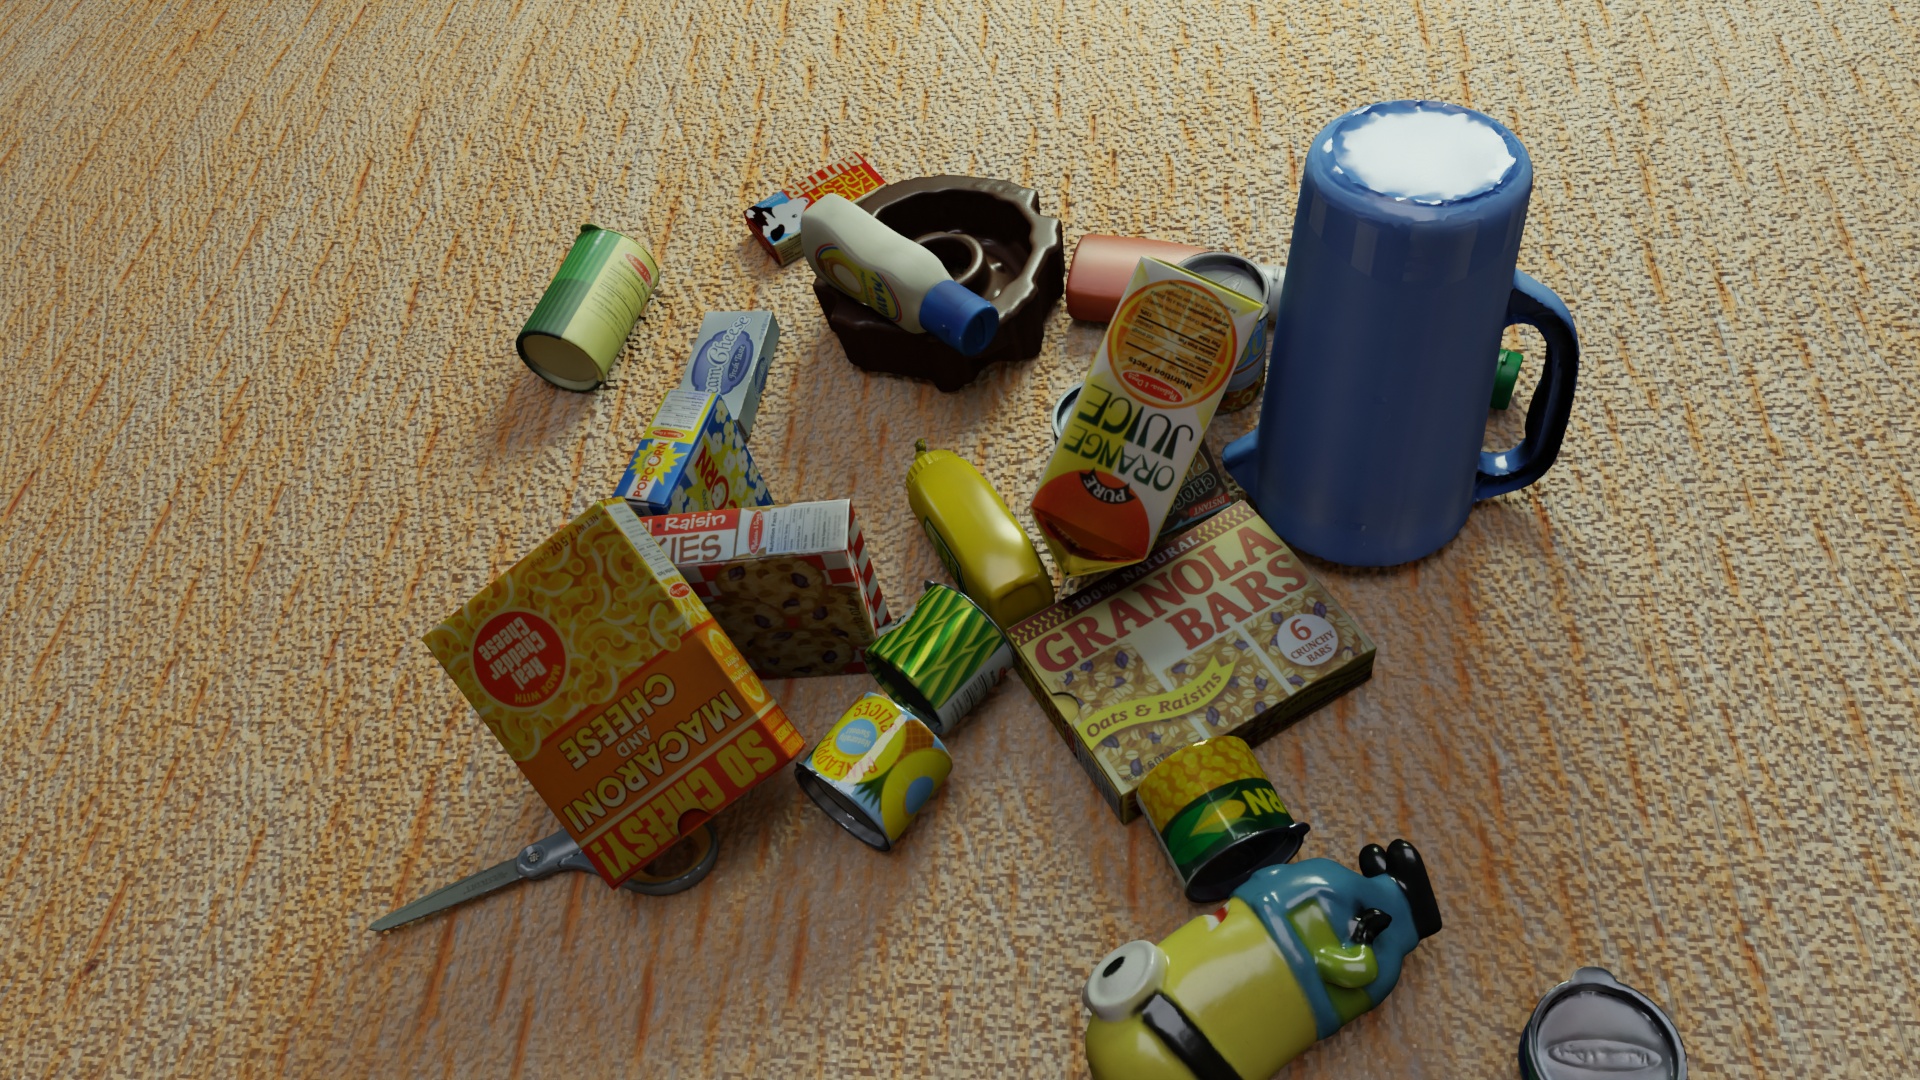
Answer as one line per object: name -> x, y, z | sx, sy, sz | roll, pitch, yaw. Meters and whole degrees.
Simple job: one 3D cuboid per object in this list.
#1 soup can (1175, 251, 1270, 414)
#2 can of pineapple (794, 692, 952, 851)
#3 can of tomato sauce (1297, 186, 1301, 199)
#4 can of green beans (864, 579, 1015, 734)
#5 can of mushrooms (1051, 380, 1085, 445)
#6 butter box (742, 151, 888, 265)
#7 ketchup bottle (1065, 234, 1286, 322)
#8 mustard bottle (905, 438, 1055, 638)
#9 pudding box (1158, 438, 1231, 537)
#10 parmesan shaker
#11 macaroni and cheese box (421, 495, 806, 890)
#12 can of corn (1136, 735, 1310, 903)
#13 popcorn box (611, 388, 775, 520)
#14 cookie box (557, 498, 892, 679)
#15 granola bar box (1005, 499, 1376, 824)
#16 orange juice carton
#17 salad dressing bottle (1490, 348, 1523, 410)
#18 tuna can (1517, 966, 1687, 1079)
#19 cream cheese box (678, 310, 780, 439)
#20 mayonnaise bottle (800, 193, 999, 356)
soup can -> 0.164, -0.130, 0.886 | 0.071, 0.083, 0.072 | -5, 54, 7
can of pineapple -> -0.047, 0.123, 0.749 | 0.071, 0.070, 0.058 | 28, 63, 27
can of tomato sauce -> 0.255, -0.198, 0.919 | 0.071, 0.082, 0.071 | -5, 54, 7
can of green beans -> -0.012, 0.067, 0.786 | 0.071, 0.071, 0.058 | 35, 68, 30
can of mushrooms -> 0.092, -0.067, 0.885 | 0.071, 0.033, 0.071 | -5, 54, 6
butter box -> -0.109, -0.254, 1.064 | 0.104, 0.024, 0.053 | -32, 56, -12
ketchup bottle -> 0.150, -0.174, 0.946 | 0.149, 0.043, 0.065 | 8, 57, 16
mustard bottle -> 0.003, -0.011, 0.845 | 0.049, 0.065, 0.161 | -26, 47, -8
pudding box -> 0.115, -0.027, 0.841 | 0.084, 0.030, 0.049 | -22, 94, -7
parmesan shaker -> -0.270, -0.168, 1.001 | 0.071, 0.071, 0.103 | 9, 57, 17
macaroni and cheese box -> -0.181, 0.080, 0.728 | 0.123, 0.040, 0.166 | -37, 90, 9
can of corn -> 0.133, 0.140, 0.705 | 0.071, 0.070, 0.058 | -23, 53, -6
popcorn box -> -0.155, -0.019, 0.837 | 0.038, 0.126, 0.085 | 6, 56, 18
cookie box -> -0.133, 0.035, 0.796 | 0.167, 0.122, 0.040 | -5, 53, 7
granola bar box -> 0.127, 0.064, 0.780 | 0.166, 0.039, 0.124 | -28, 54, -11
orange juice carton -> 0.094, -0.055, 0.778 | 0.073, 0.072, 0.192 | 24, 98, 3
salad dressing bottle -> 0.277, -0.118, 0.883 | 0.148, 0.043, 0.064 | 17, 54, 20
tuna can -> 0.289, 0.233, 0.630 | 0.071, 0.032, 0.071 | -5, 54, 7
cream cheese box -> -0.165, -0.116, 0.973 | 0.053, 0.024, 0.104 | 1, 54, 13
mayonnaise bottle -> -0.040, -0.168, 0.896 | 0.148, 0.064, 0.041 | 36, 66, 28
